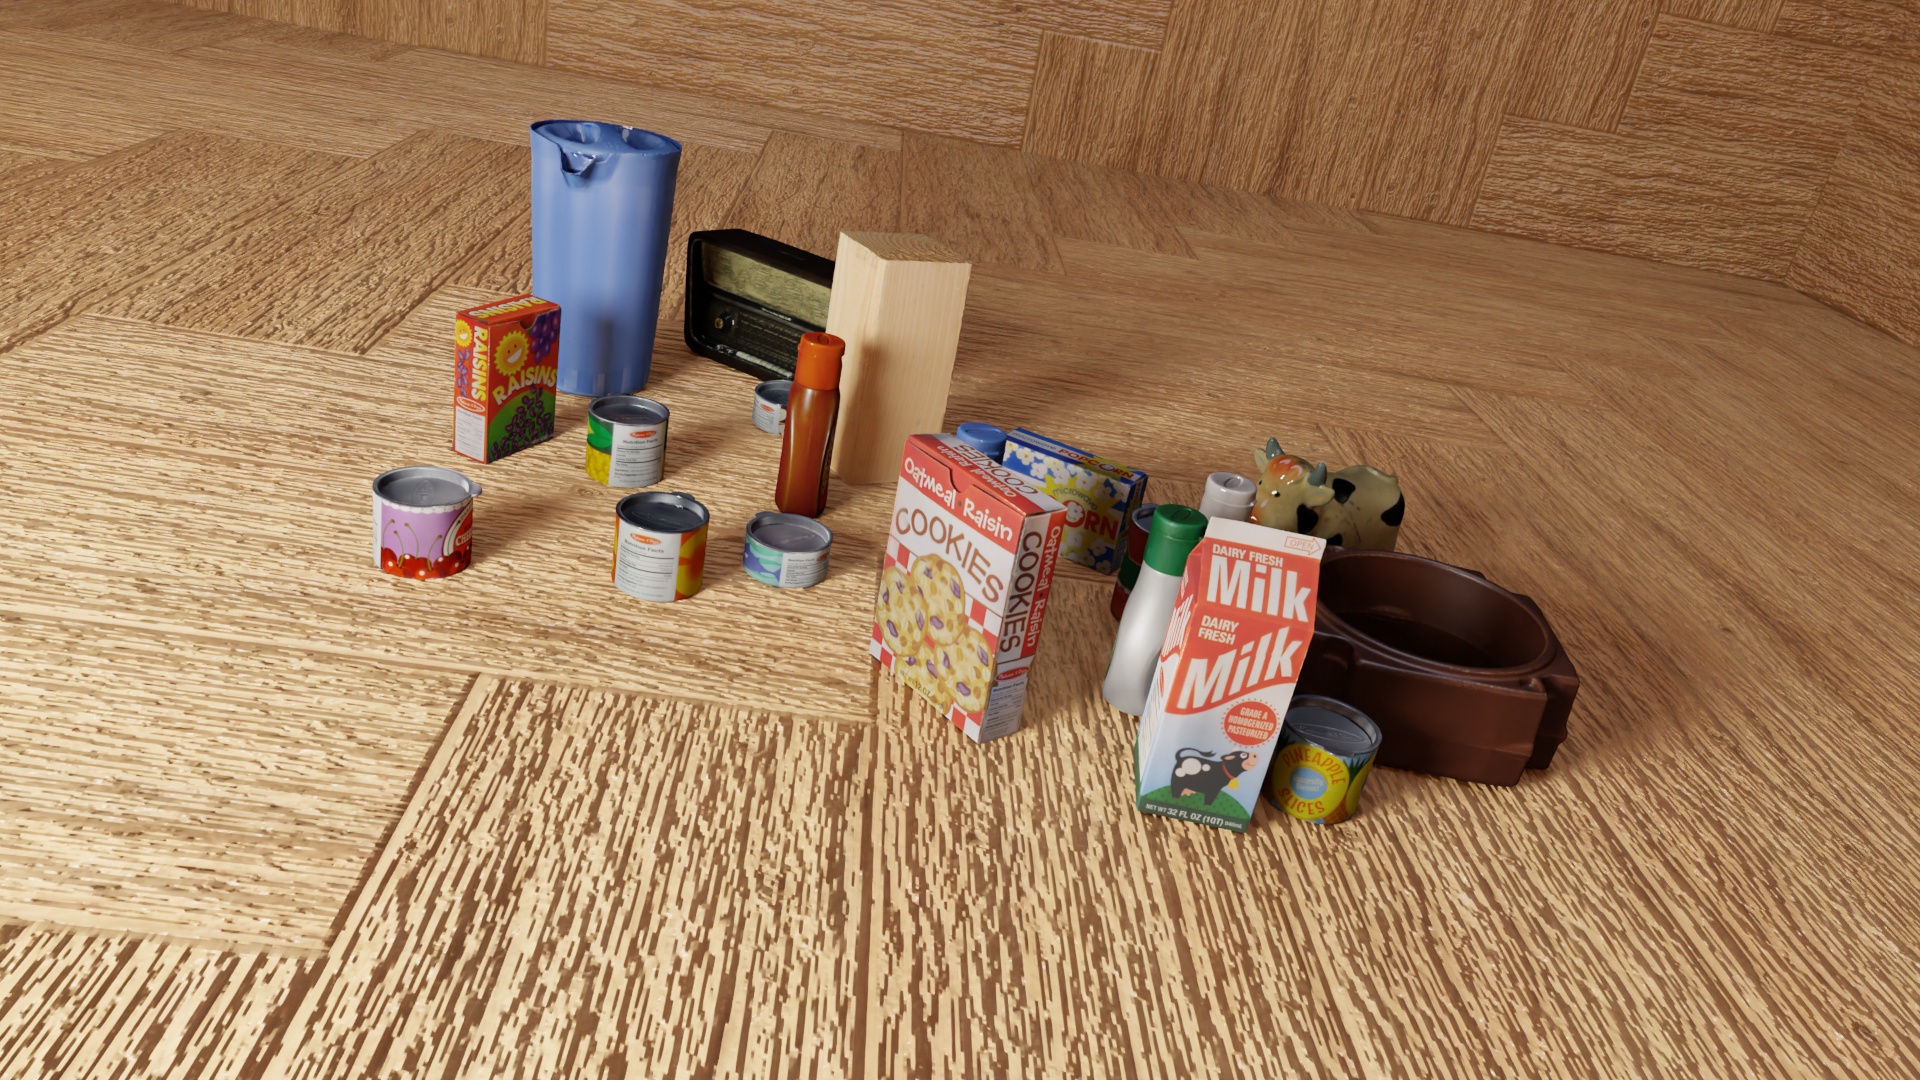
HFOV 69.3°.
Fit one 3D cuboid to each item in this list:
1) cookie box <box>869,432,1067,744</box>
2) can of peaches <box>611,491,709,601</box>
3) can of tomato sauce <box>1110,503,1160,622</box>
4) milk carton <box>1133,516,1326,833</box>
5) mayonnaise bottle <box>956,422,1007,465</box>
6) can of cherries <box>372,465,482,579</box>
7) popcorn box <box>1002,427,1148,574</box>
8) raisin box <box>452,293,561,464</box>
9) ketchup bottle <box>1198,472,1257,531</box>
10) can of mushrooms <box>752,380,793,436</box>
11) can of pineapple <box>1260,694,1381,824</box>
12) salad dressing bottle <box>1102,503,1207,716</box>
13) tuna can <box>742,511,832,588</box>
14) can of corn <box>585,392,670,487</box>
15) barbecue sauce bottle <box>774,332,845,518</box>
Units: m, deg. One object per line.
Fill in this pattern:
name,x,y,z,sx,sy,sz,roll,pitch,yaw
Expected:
cookie box,0.001,0.029,0.910,0.040,0.166,0.123,-11,32,-39
can of peaches,-0.216,0.003,1.004,0.071,0.057,0.071,9,25,-4
can of tomato sauce,0.156,0.023,1.085,0.071,0.082,0.071,9,25,-4
milk carton,0.163,0.077,0.850,0.072,0.189,0.074,11,25,1
mayonnaise bottle,0.004,-0.013,1.022,0.065,0.147,0.041,-3,28,-28
can of cherries,-0.373,-0.012,0.972,0.071,0.058,0.072,9,25,-4
popcorn box,0.087,-0.035,1.175,0.127,0.084,0.038,22,27,23
raisin box,-0.376,-0.135,1.152,0.040,0.122,0.086,21,26,20
ketchup bottle,0.182,0.024,1.016,0.043,0.148,0.065,21,27,21
can of mushrooms,-0.163,-0.126,1.325,0.071,0.033,0.071,9,25,-4
can of pineapple,0.230,0.142,0.896,0.071,0.057,0.071,9,25,-4
salad dressing bottle,0.134,0.048,0.949,0.044,0.147,0.064,23,27,25
tuna can,-0.134,0.007,1.061,0.071,0.032,0.071,9,25,-4
can of corn,-0.279,-0.084,1.161,0.071,0.058,0.071,9,25,-4
barbecue sauce bottle,-0.123,-0.096,1.144,0.044,0.147,0.065,7,25,-8
